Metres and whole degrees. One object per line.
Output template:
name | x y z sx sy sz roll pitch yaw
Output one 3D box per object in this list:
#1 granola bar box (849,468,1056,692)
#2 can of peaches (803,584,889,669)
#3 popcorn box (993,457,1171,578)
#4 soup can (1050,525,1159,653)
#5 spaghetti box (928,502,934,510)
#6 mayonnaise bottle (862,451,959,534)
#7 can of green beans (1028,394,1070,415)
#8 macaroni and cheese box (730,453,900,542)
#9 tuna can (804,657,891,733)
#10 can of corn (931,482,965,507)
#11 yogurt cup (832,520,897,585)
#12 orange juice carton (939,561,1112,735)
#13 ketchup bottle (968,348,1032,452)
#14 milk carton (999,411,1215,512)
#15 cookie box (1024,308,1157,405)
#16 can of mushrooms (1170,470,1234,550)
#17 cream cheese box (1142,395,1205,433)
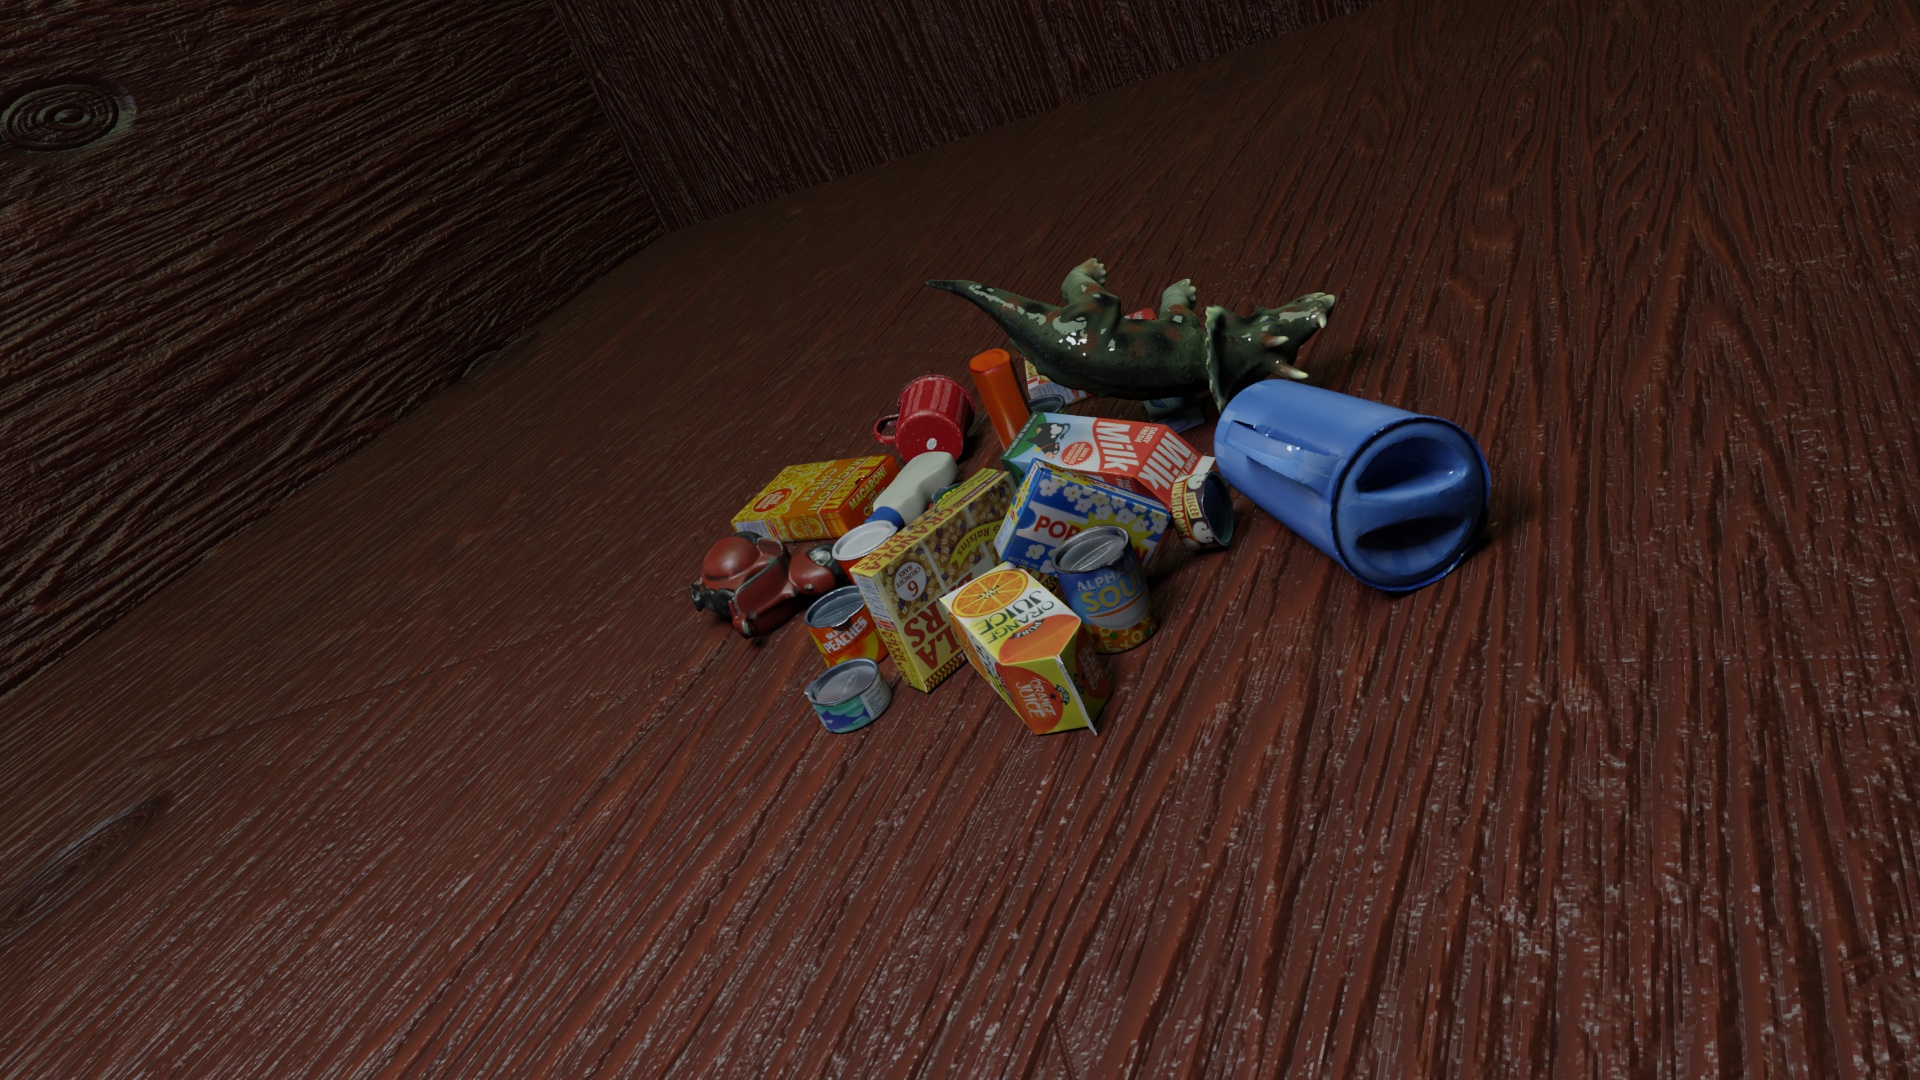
granola bar box | -0.004 0.033 1.206 0.166 0.123 0.039 -38 28 -28
can of peaches | -0.102 0.084 1.272 0.071 0.058 0.071 -19 25 9
popcorn box | 0.102 -0.009 1.168 0.038 0.127 0.085 -114 45 -63
soup can | 0.120 0.041 1.127 0.071 0.083 0.071 -20 25 10
spaghetti box | 0.083 -0.053 1.415 0.250 0.028 0.050 -18 25 12
mayonnaise bottle | -0.059 -0.042 1.508 0.064 0.041 0.149 -7 31 36
can of green beans | 0.091 -0.117 1.501 0.071 0.057 0.071 -20 25 10
macaroni and cheese box | -0.167 -0.047 1.612 0.166 0.040 0.124 -5 31 36
tuna can | -0.097 0.134 1.196 0.071 0.032 0.071 -20 25 9
can of corn | 0.005 -0.017 1.363 0.071 0.071 0.058 -22 25 5
yogurt cup | -0.088 0.020 1.391 0.072 0.053 0.073 -20 25 10
orange juice carton | 0.057 0.089 1.103 0.073 0.071 0.193 -29 25 -9
ketchup bottle | 0.055 -0.122 1.434 0.043 0.148 0.065 -26 25 -4
milk carton | 0.141 -0.065 1.304 0.190 0.073 0.073 10 51 36
cookie box | 0.161 -0.216 1.658 0.167 0.040 0.123 -20 25 9
can of mushrooms | 0.208 -0.026 1.200 0.033 0.070 0.071 -10 28 31
cream cheese box | 0.224 -0.144 1.477 0.053 0.024 0.104 -21 25 9
